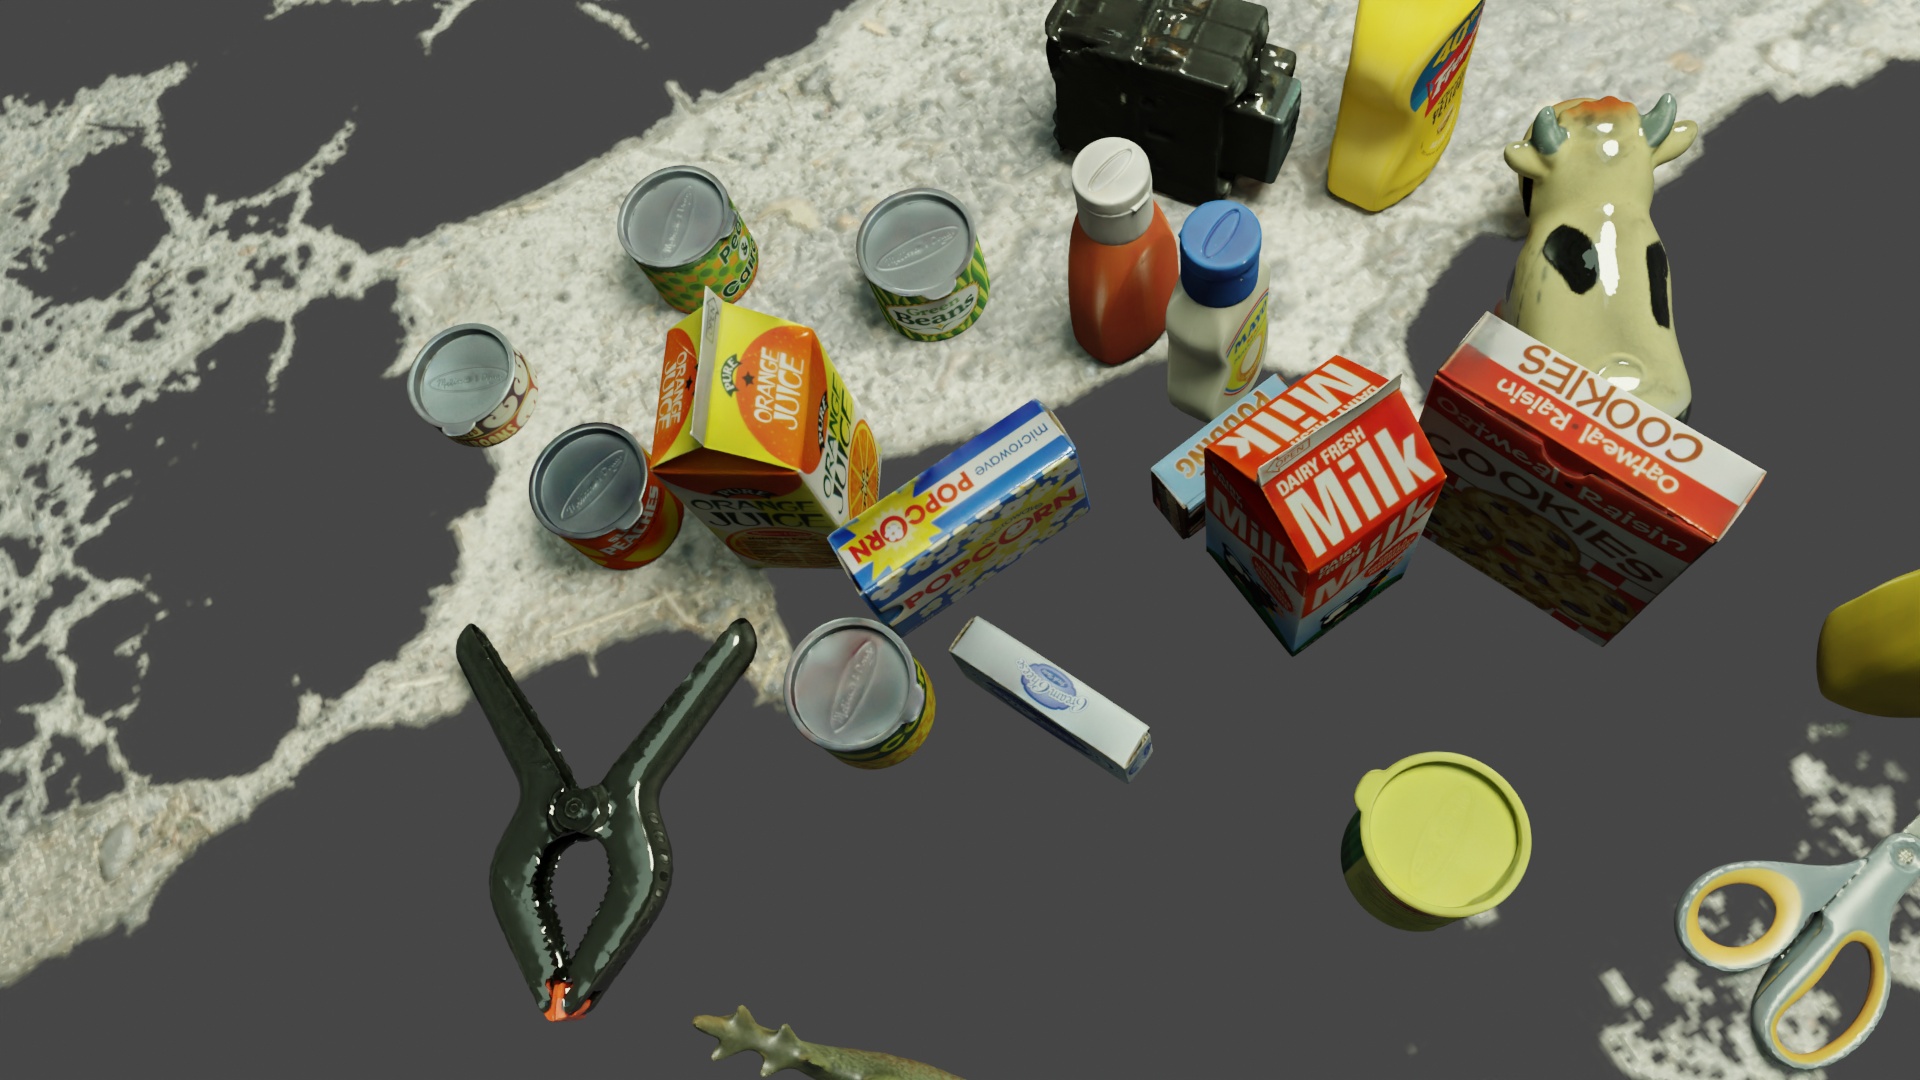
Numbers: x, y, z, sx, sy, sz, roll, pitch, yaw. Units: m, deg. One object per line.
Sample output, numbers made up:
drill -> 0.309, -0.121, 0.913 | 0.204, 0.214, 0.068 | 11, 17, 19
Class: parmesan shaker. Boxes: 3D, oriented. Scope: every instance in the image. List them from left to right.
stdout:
parmesan shaker -> 0.202, 0.133, 0.611 | 0.071, 0.103, 0.071 | -3, 71, 9

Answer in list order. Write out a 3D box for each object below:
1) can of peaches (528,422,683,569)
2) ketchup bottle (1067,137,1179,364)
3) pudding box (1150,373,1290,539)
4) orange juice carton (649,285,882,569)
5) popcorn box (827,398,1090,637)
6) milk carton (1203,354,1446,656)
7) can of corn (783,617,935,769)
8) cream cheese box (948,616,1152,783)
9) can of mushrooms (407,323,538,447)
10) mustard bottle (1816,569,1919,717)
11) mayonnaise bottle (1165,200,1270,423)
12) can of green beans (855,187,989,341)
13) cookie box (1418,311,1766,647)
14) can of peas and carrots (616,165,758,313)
can of peaches -> -0.189, -0.021, 0.755 | 0.071, 0.058, 0.071 | -3, 71, 9
ketchup bottle -> 0.081, -0.146, 0.704 | 0.043, 0.148, 0.065 | 41, 82, 19
pudding box -> 0.138, -0.042, 0.711 | 0.084, 0.049, 0.030 | -38, 70, -4
orange juice carton -> -0.095, -0.047, 0.676 | 0.073, 0.192, 0.072 | 0, 72, 10
popcorn box -> 0.003, -0.009, 0.703 | 0.127, 0.085, 0.038 | -34, 69, -3
milk carton -> 0.159, -0.017, 0.624 | 0.072, 0.190, 0.073 | -35, 69, -3
can of corn -> -0.047, 0.079, 0.696 | 0.071, 0.058, 0.071 | -3, 71, 9
cream cheese box -> 0.046, 0.079, 0.683 | 0.104, 0.053, 0.024 | 32, 79, 18
can of mushrooms -> -0.283, -0.087, 0.806 | 0.071, 0.033, 0.071 | -3, 71, 9
mustard bottle -> 0.415, 0.037, 0.578 | 0.065, 0.160, 0.049 | 8, 73, 12
mayonnaise bottle -> 0.128, -0.113, 0.685 | 0.041, 0.147, 0.065 | 31, 79, 18
can of green beans -> -0.020, -0.152, 0.772 | 0.071, 0.057, 0.071 | -3, 71, 9
cookie box -> 0.262, -0.020, 0.620 | 0.123, 0.167, 0.040 | 36, 81, 19
can of peas and carrots -> -0.153, -0.172, 0.801 | 0.071, 0.058, 0.071 | -3, 71, 9
